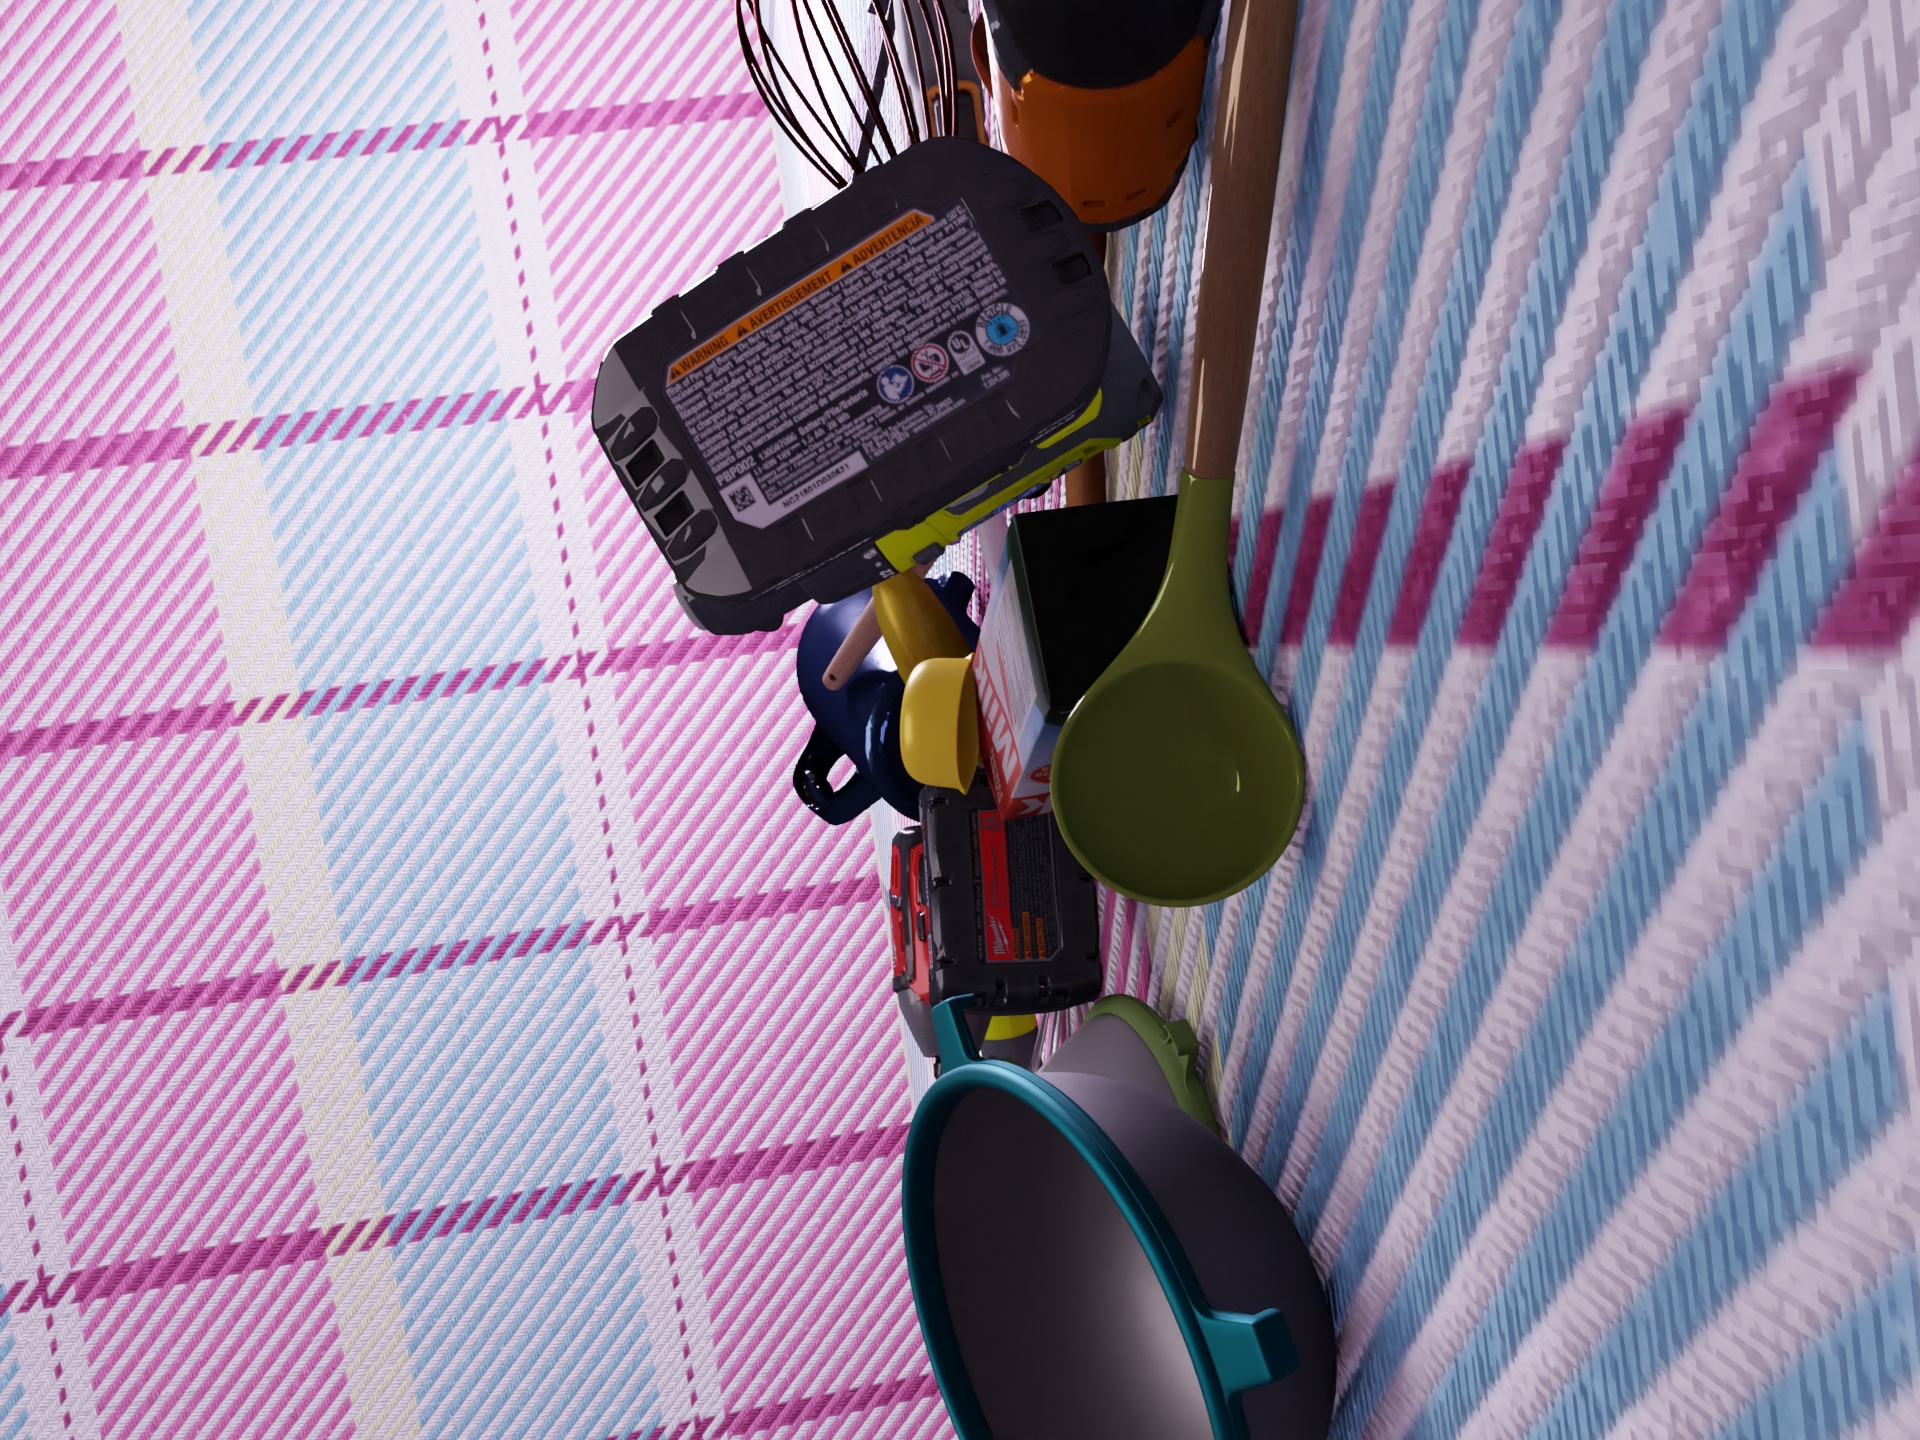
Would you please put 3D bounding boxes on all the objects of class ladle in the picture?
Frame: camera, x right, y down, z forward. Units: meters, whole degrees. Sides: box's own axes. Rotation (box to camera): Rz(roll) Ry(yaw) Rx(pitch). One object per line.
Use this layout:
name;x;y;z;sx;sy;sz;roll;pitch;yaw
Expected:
ladle;0.072;-0.089;0.434;0.062;0.078;0.320;-80;-7;-60

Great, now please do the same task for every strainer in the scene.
strainer;0.065;0.273;0.607;0.211;0.095;0.340;38;133;50
strainer;0.003;-0.169;0.948;0.086;0.050;0.259;51;-156;-72
strainer;0.041;0.201;0.756;0.256;0.069;0.151;-179;81;-70

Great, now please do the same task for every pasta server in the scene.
pasta server;-0.020;-0.091;0.832;0.060;0.040;0.316;46;143;4

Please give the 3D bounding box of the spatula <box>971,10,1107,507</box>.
spatula;0.042;-0.128;0.666;0.081;0.041;0.322;-68;-22;-53

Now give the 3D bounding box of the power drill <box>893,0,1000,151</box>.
power drill;-0.007;-0.294;0.698;0.186;0.084;0.226;-105;5;-60

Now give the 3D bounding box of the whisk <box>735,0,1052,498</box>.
whisk;-0.013;-0.186;0.609;0.295;0.073;0.073;61;-168;-50

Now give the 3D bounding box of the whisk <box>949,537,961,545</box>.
whisk;-0.022;-0.128;0.982;0.051;0.047;0.245;45;-165;-6

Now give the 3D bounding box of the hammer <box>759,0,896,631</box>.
hammer;-0.066;-0.248;0.852;0.149;0.036;0.409;169;113;-82

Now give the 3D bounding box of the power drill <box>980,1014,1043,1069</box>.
power drill;0.030;0.224;1.041;0.171;0.080;0.223;-156;55;-81

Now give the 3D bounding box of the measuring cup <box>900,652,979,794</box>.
measuring cup;-0.001;-0.002;0.738;0.156;0.029;0.062;-22;-65;-81

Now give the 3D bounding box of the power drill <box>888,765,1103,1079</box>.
power drill;0.006;0.109;0.821;0.219;0.078;0.143;124;144;-71

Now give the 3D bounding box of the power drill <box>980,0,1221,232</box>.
power drill;0.022;-0.270;0.438;0.164;0.084;0.226;40;-142;-85

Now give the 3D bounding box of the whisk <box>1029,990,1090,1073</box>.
whisk;0.058;0.131;0.861;0.059;0.058;0.246;14;114;45

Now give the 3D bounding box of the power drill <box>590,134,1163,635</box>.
power drill;-0.029;-0.086;0.506;0.080;0.190;0.228;60;-173;1
